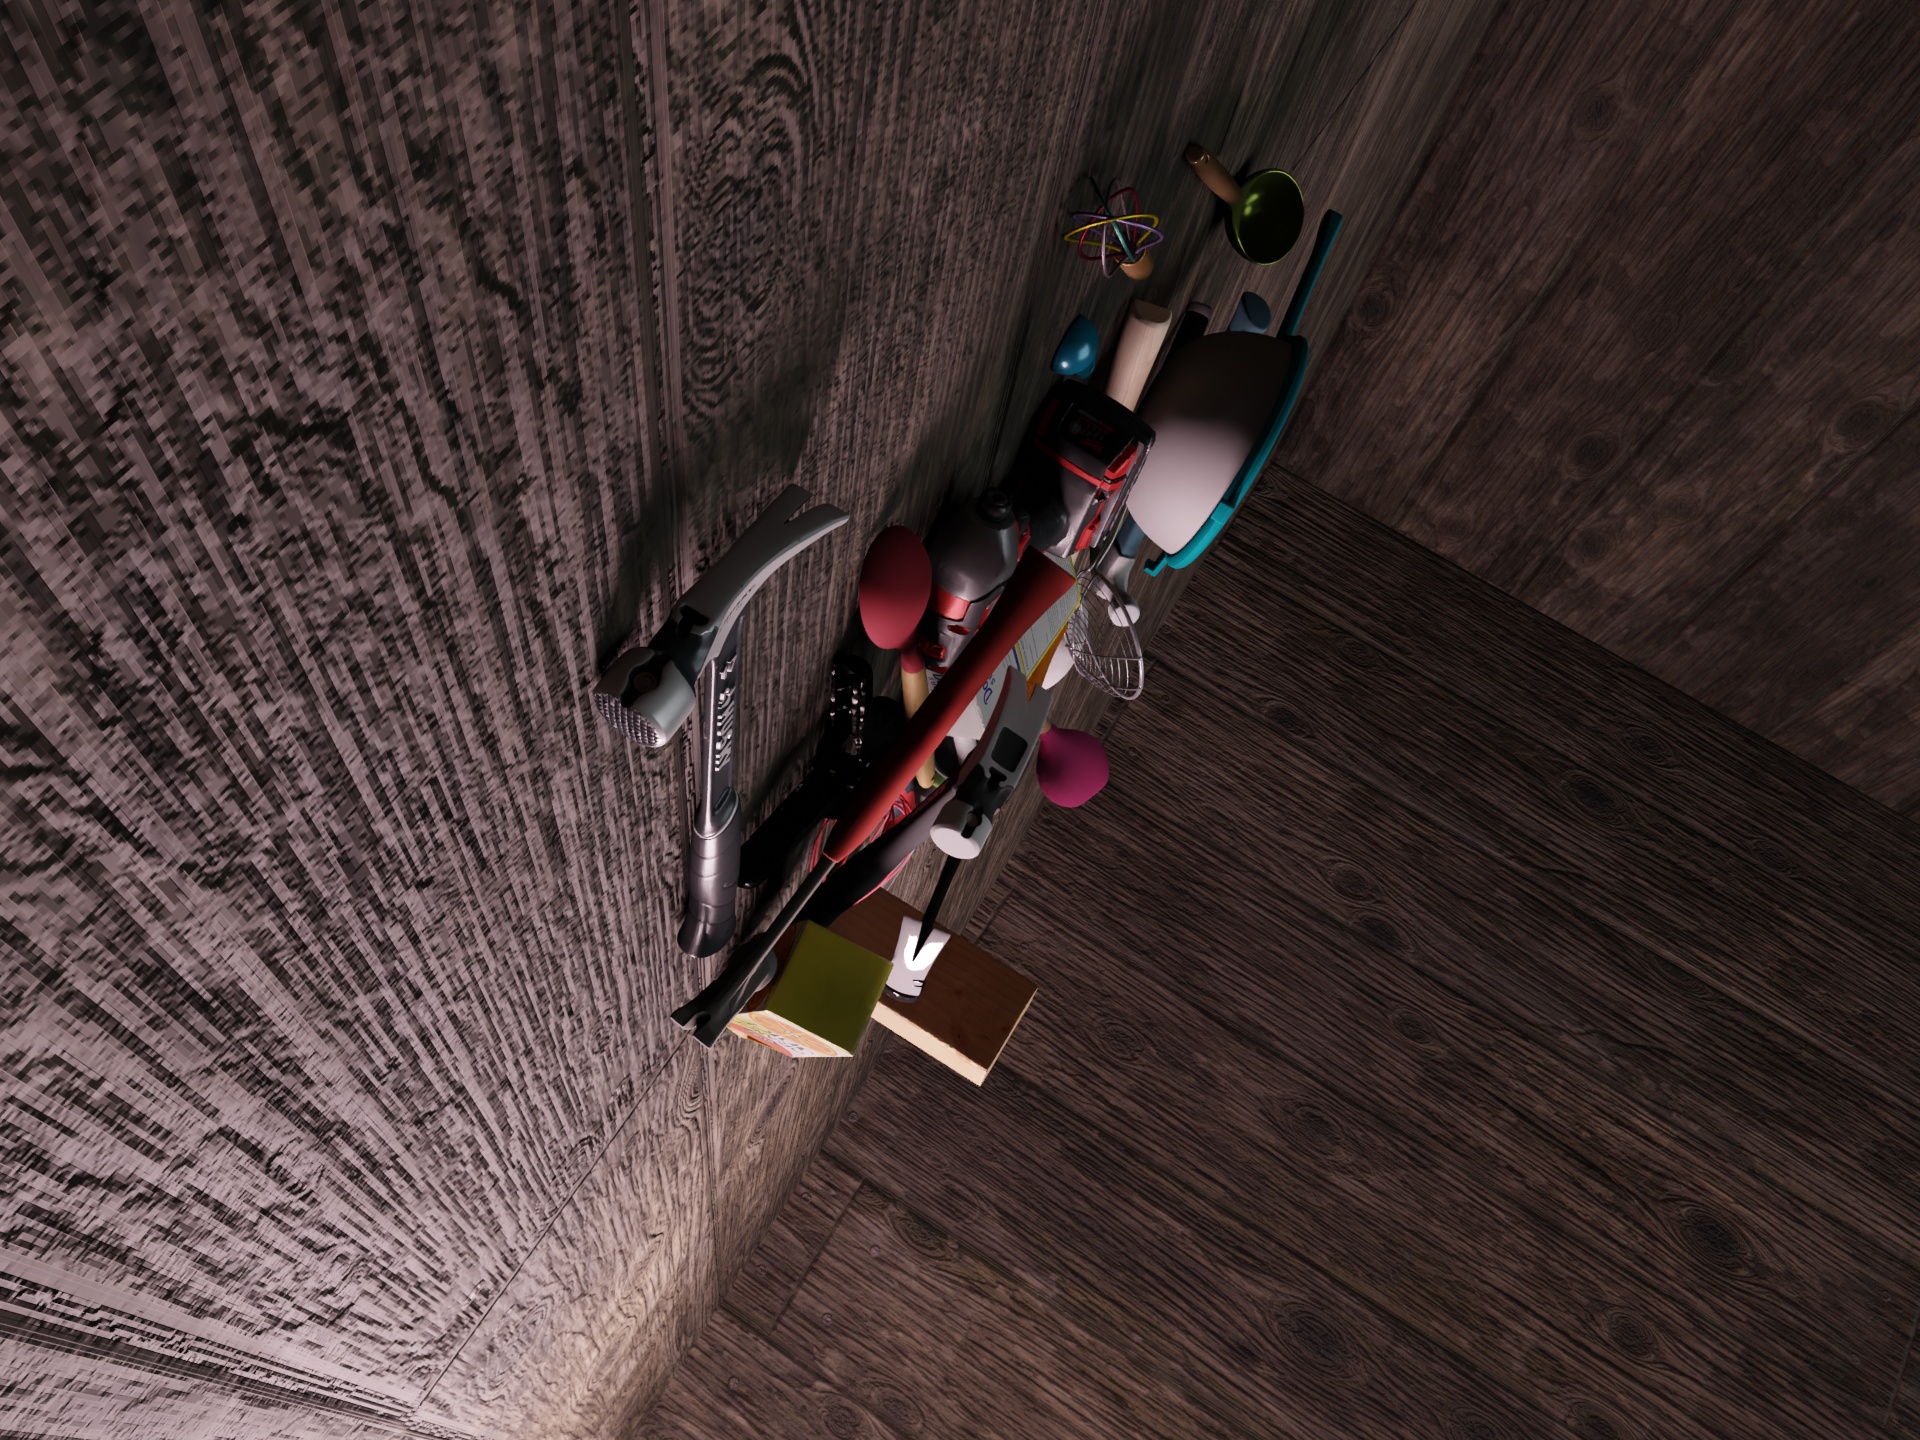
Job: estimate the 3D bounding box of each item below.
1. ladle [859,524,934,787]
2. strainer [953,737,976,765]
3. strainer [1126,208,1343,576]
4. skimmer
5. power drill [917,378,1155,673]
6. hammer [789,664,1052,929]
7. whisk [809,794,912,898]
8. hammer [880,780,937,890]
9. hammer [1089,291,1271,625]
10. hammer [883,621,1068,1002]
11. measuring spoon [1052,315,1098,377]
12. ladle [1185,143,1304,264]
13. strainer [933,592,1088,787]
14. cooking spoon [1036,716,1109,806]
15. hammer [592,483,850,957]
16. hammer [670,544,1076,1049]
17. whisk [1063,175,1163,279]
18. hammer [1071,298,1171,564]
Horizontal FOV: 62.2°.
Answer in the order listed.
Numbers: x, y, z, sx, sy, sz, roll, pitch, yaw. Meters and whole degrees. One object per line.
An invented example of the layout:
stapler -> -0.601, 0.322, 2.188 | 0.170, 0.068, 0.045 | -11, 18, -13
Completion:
ladle -> -0.031, -0.024, 1.033 | 0.315, 0.031, 0.069 | 85, 29, -64
strainer -> -0.002, -0.004, 1.325 | 0.087, 0.050, 0.258 | -28, 160, -7
strainer -> 0.215, -0.294, 1.310 | 0.340, 0.095, 0.211 | -65, -174, -12
skimmer -> 0.183, -0.202, 1.478 | 0.363, 0.090, 0.127 | -69, -160, 2
power drill -> 0.043, -0.137, 1.085 | 0.220, 0.078, 0.143 | -48, 167, -42
hammer -> -0.042, 0.081, 1.086 | 0.334, 0.035, 0.146 | -43, -165, 53
whisk -> -0.111, 0.153, 1.276 | 0.295, 0.073, 0.073 | -58, 174, 37
hammer -> -0.063, 0.079, 1.371 | 0.143, 0.038, 0.386 | -55, 172, -12
hammer -> 0.206, -0.254, 1.518 | 0.128, 0.033, 0.330 | -107, -145, -45
hammer -> 0.019, 0.045, 1.204 | 0.127, 0.034, 0.337 | 110, 3, -60
measuring spoon -> 0.090, -0.253, 1.118 | 0.042, 0.021, 0.128 | -60, 171, 9
ladle -> 0.218, -0.407, 1.227 | 0.320, 0.062, 0.078 | -27, 134, -70
strainer -> 0.058, -0.033, 1.574 | 0.256, 0.069, 0.151 | -60, 172, 1
cooking spoon -> 0.062, -0.007, 1.357 | 0.069, 0.017, 0.318 | -38, 141, 0
hammer -> -0.125, 0.034, 0.825 | 0.149, 0.036, 0.408 | -56, 172, -28
hammer -> -0.052, 0.045, 0.987 | 0.359, 0.037, 0.149 | -53, 178, 8
whisk -> 0.098, -0.295, 0.981 | 0.047, 0.051, 0.245 | -39, -179, 14
hammer -> 0.094, -0.158, 1.319 | 0.146, 0.038, 0.410 | -79, -175, -46
